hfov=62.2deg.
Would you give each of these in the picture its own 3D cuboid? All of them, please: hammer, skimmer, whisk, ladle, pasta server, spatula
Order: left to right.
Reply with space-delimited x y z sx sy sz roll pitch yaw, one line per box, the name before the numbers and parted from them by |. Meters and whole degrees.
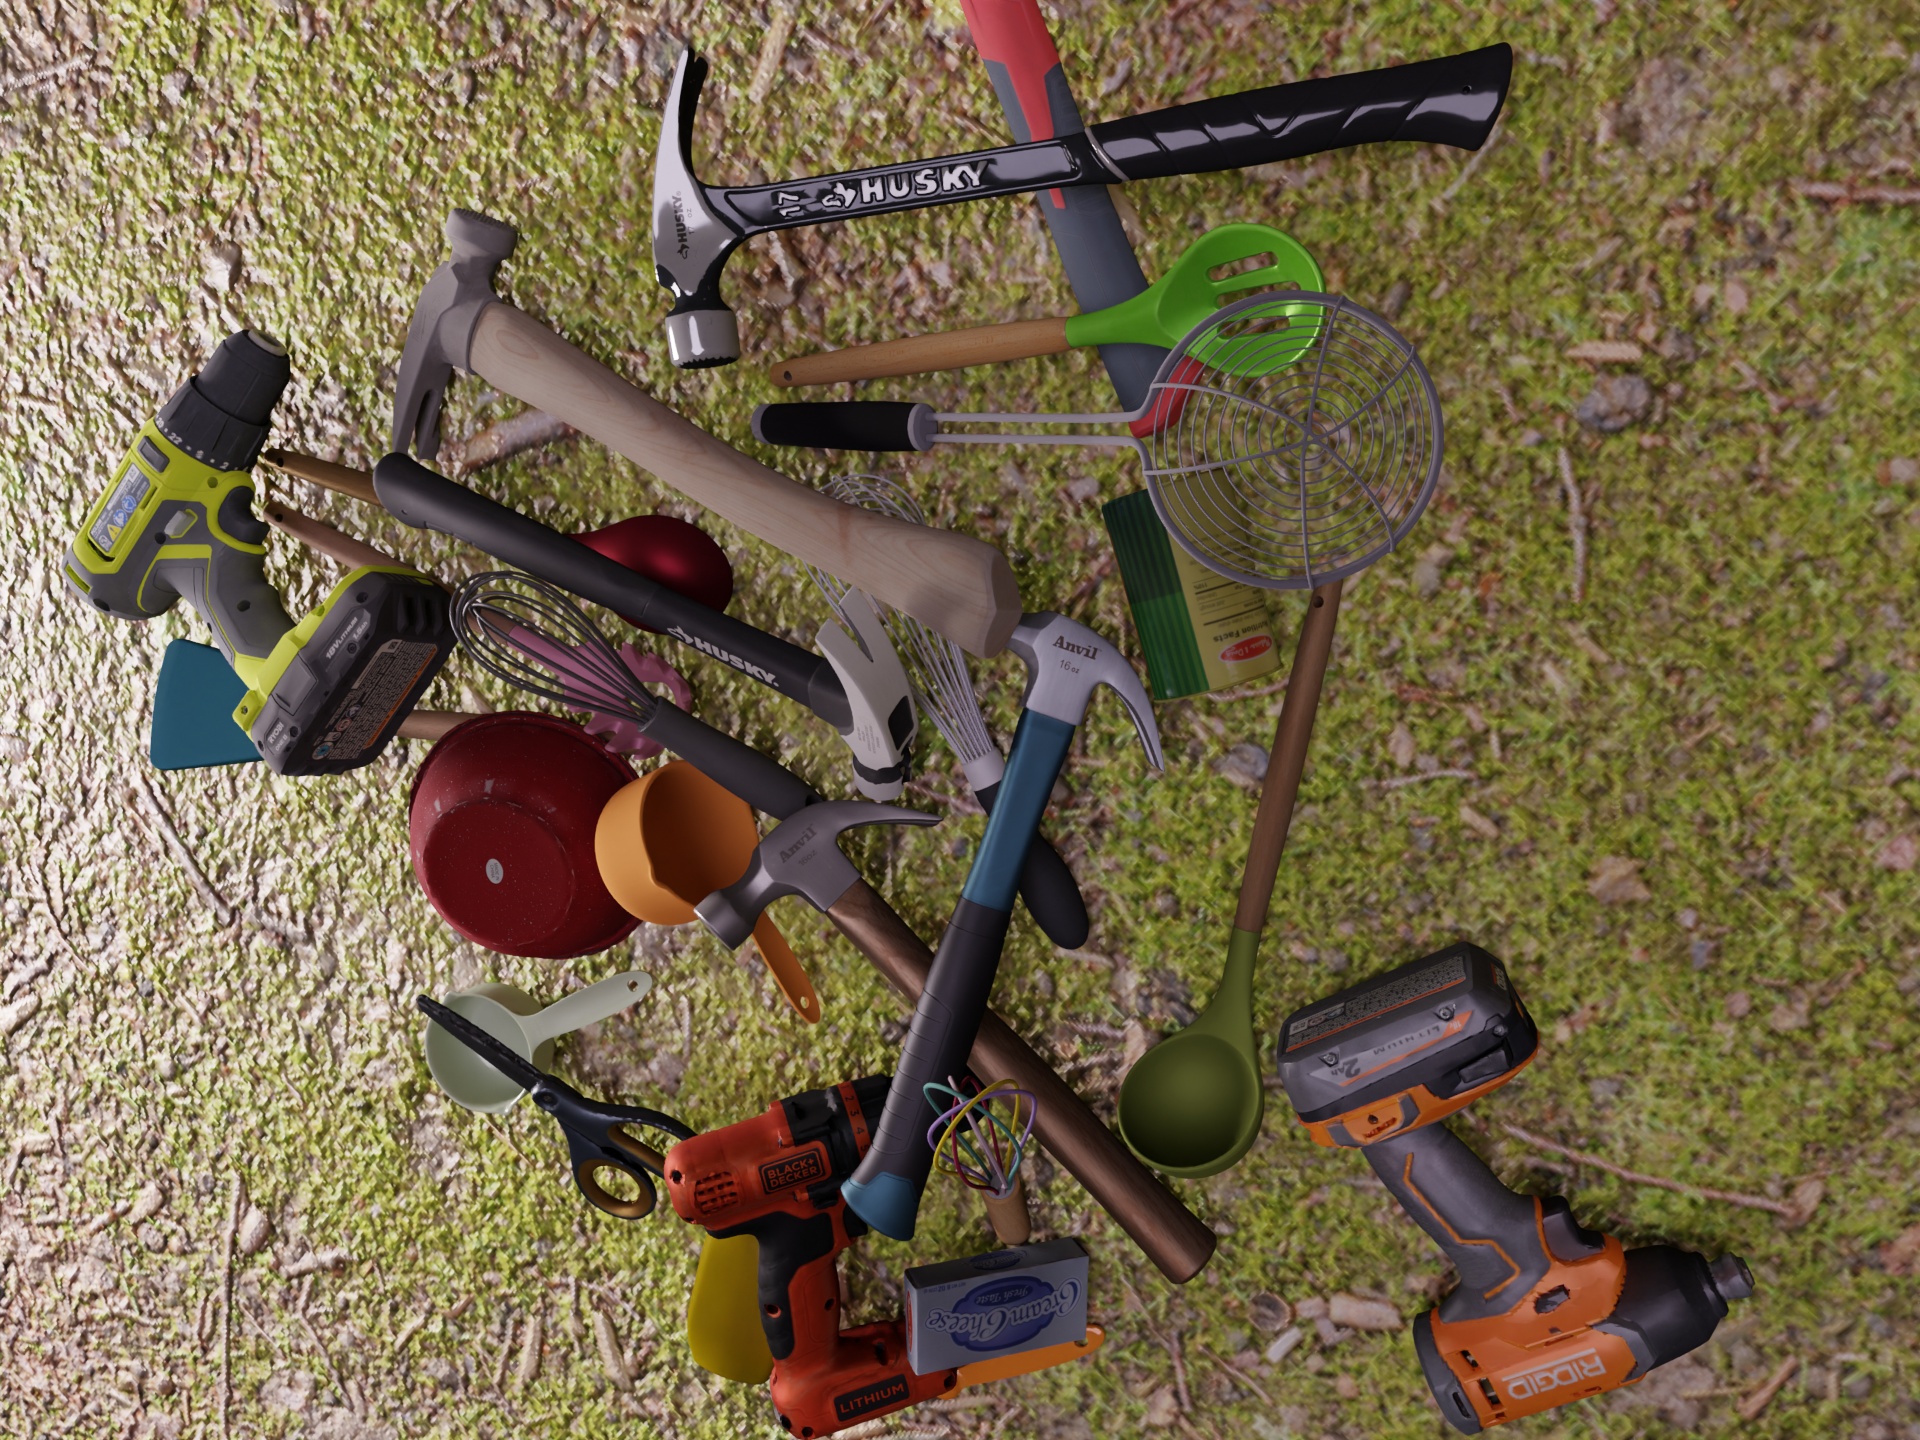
spatula | -0.339 0.002 0.958 0.317 0.044 0.082 4 83 15
pasta server | -0.288 -0.062 0.935 0.316 0.040 0.060 26 94 13
ladle | -0.278 -0.116 0.929 0.315 0.031 0.069 18 108 16
hammer | -0.174 -0.069 0.840 0.335 0.146 0.035 25 63 16
whisk | -0.165 -0.005 0.853 0.238 0.055 0.055 35 111 -25
hammer | -0.145 -0.129 0.833 0.411 0.038 0.146 31 109 24
whisk | -0.002 -0.003 0.848 0.070 0.070 0.284 -25 97 20
hammer | 0.007 0.106 0.814 0.128 0.033 0.331 18 94 -7
whisk | 0.014 0.230 0.803 0.051 0.244 0.047 13 62 14
hammer | 0.017 0.175 0.861 0.331 0.031 0.130 46 76 -2
hammer | 0.017 -0.320 0.793 0.143 0.038 0.386 -20 93 21
skimmer | 0.046 -0.138 0.769 0.363 0.090 0.127 11 100 42
hammer | 0.048 -0.269 0.751 0.409 0.036 0.149 -6 96 9
ladle | 0.147 0.082 0.813 0.078 0.062 0.320 19 103 39

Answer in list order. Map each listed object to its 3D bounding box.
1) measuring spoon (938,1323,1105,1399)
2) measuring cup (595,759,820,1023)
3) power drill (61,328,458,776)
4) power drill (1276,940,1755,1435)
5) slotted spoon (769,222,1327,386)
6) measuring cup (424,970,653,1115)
measuring spoon | 0.032 0.372 0.921 0.117 0.011 0.021 -26 91 20
measuring cup | -0.141 0.106 0.900 0.052 0.095 0.173 -20 108 34
power drill | -0.402 -0.097 0.923 0.229 0.080 0.190 42 103 16
power drill | 0.272 0.230 0.787 0.164 0.084 0.226 -27 95 19
slotted spoon | 0.032 -0.190 0.784 0.314 0.031 0.070 -1 115 32
measuring cup | -0.248 0.181 0.964 0.167 0.038 0.083 -25 91 18
